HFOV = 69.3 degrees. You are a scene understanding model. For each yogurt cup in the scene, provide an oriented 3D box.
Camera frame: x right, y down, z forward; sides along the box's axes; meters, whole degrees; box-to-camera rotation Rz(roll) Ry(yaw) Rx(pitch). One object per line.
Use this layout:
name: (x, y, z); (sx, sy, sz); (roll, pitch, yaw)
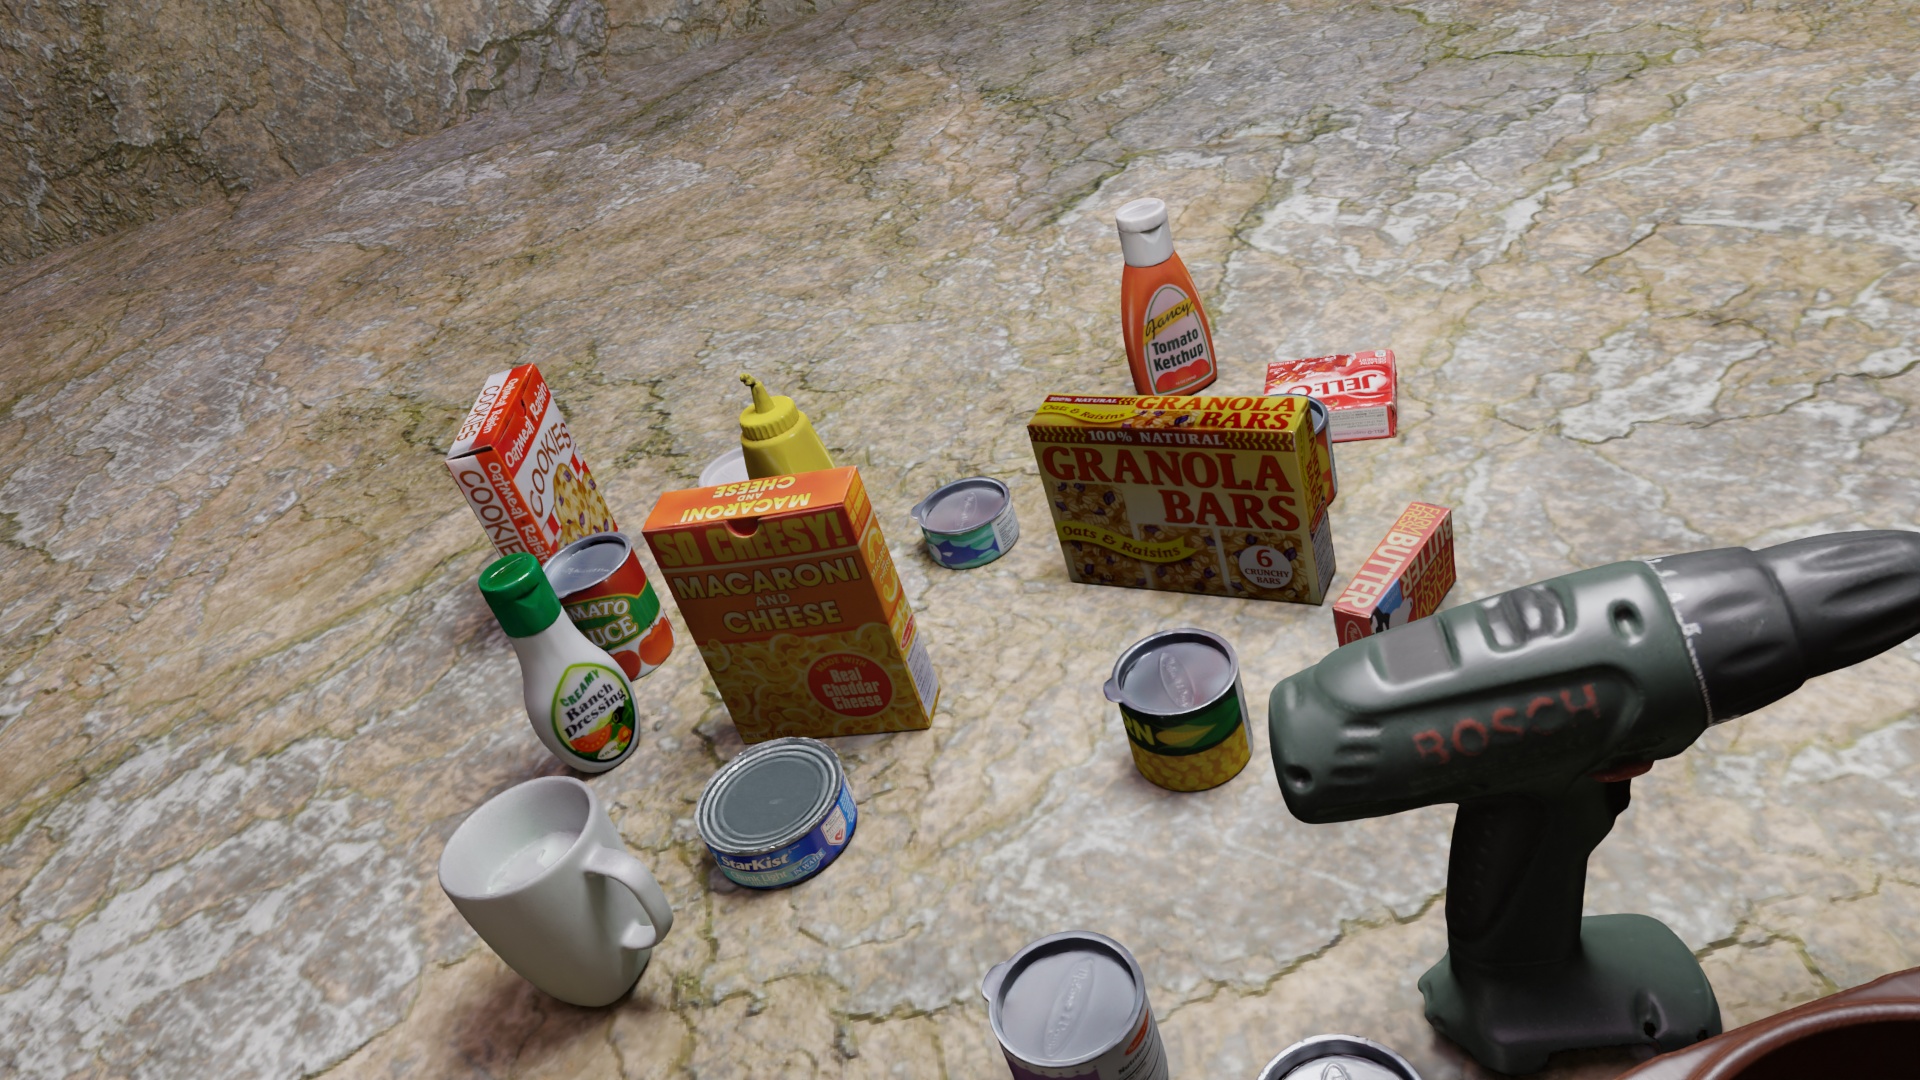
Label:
yogurt cup: (-0.157, -0.033, 1.047); (0.072, 0.053, 0.073); (-13, 34, 9)

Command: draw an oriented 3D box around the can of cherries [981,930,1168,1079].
can of cherries: (0.049, 0.210, 0.591); (0.071, 0.058, 0.072); (-13, 34, 9)

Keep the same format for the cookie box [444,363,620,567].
cookie box: (-0.301, -0.027, 1.005); (0.040, 0.166, 0.123); (-14, 33, 7)

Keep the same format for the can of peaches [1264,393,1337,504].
can of peaches: (0.205, -0.053, 0.897); (0.071, 0.057, 0.071); (-13, 34, 9)

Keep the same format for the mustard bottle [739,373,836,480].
mustard bottle: (-0.115, -0.048, 0.952); (0.065, 0.159, 0.049); (13, 44, 39)

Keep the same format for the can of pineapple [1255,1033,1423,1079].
can of pineapple: (0.146, 0.229, 0.517); (0.071, 0.057, 0.071); (-13, 34, 9)

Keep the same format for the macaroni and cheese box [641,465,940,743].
macaroni and cheese box: (-0.094, 0.042, 0.805); (0.123, 0.165, 0.040); (-7, 35, 17)

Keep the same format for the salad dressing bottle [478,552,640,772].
salad dressing bottle: (-0.245, 0.075, 0.848); (0.064, 0.147, 0.044); (-39, 38, -28)

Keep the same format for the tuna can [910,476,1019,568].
tuna can: (0.003, -0.012, 0.958); (0.071, 0.032, 0.071); (-13, 34, 9)

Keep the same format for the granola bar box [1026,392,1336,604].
granola bar box: (0.133, -0.027, 0.834); (0.165, 0.123, 0.039); (5, 40, 31)

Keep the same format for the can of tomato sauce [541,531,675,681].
can of tomato sauce: (-0.240, 0.048, 0.944); (0.071, 0.082, 0.071); (-13, 34, 9)

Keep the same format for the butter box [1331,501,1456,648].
butter box: (0.241, 0.028, 0.766); (0.024, 0.053, 0.104); (14, 45, 40)

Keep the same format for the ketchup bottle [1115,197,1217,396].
ketchup bottle: (0.146, -0.177, 1.022); (0.065, 0.148, 0.044); (-22, 33, -5)

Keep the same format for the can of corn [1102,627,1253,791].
can of corn: (0.115, 0.090, 0.733); (0.071, 0.058, 0.071); (-13, 34, 9)
